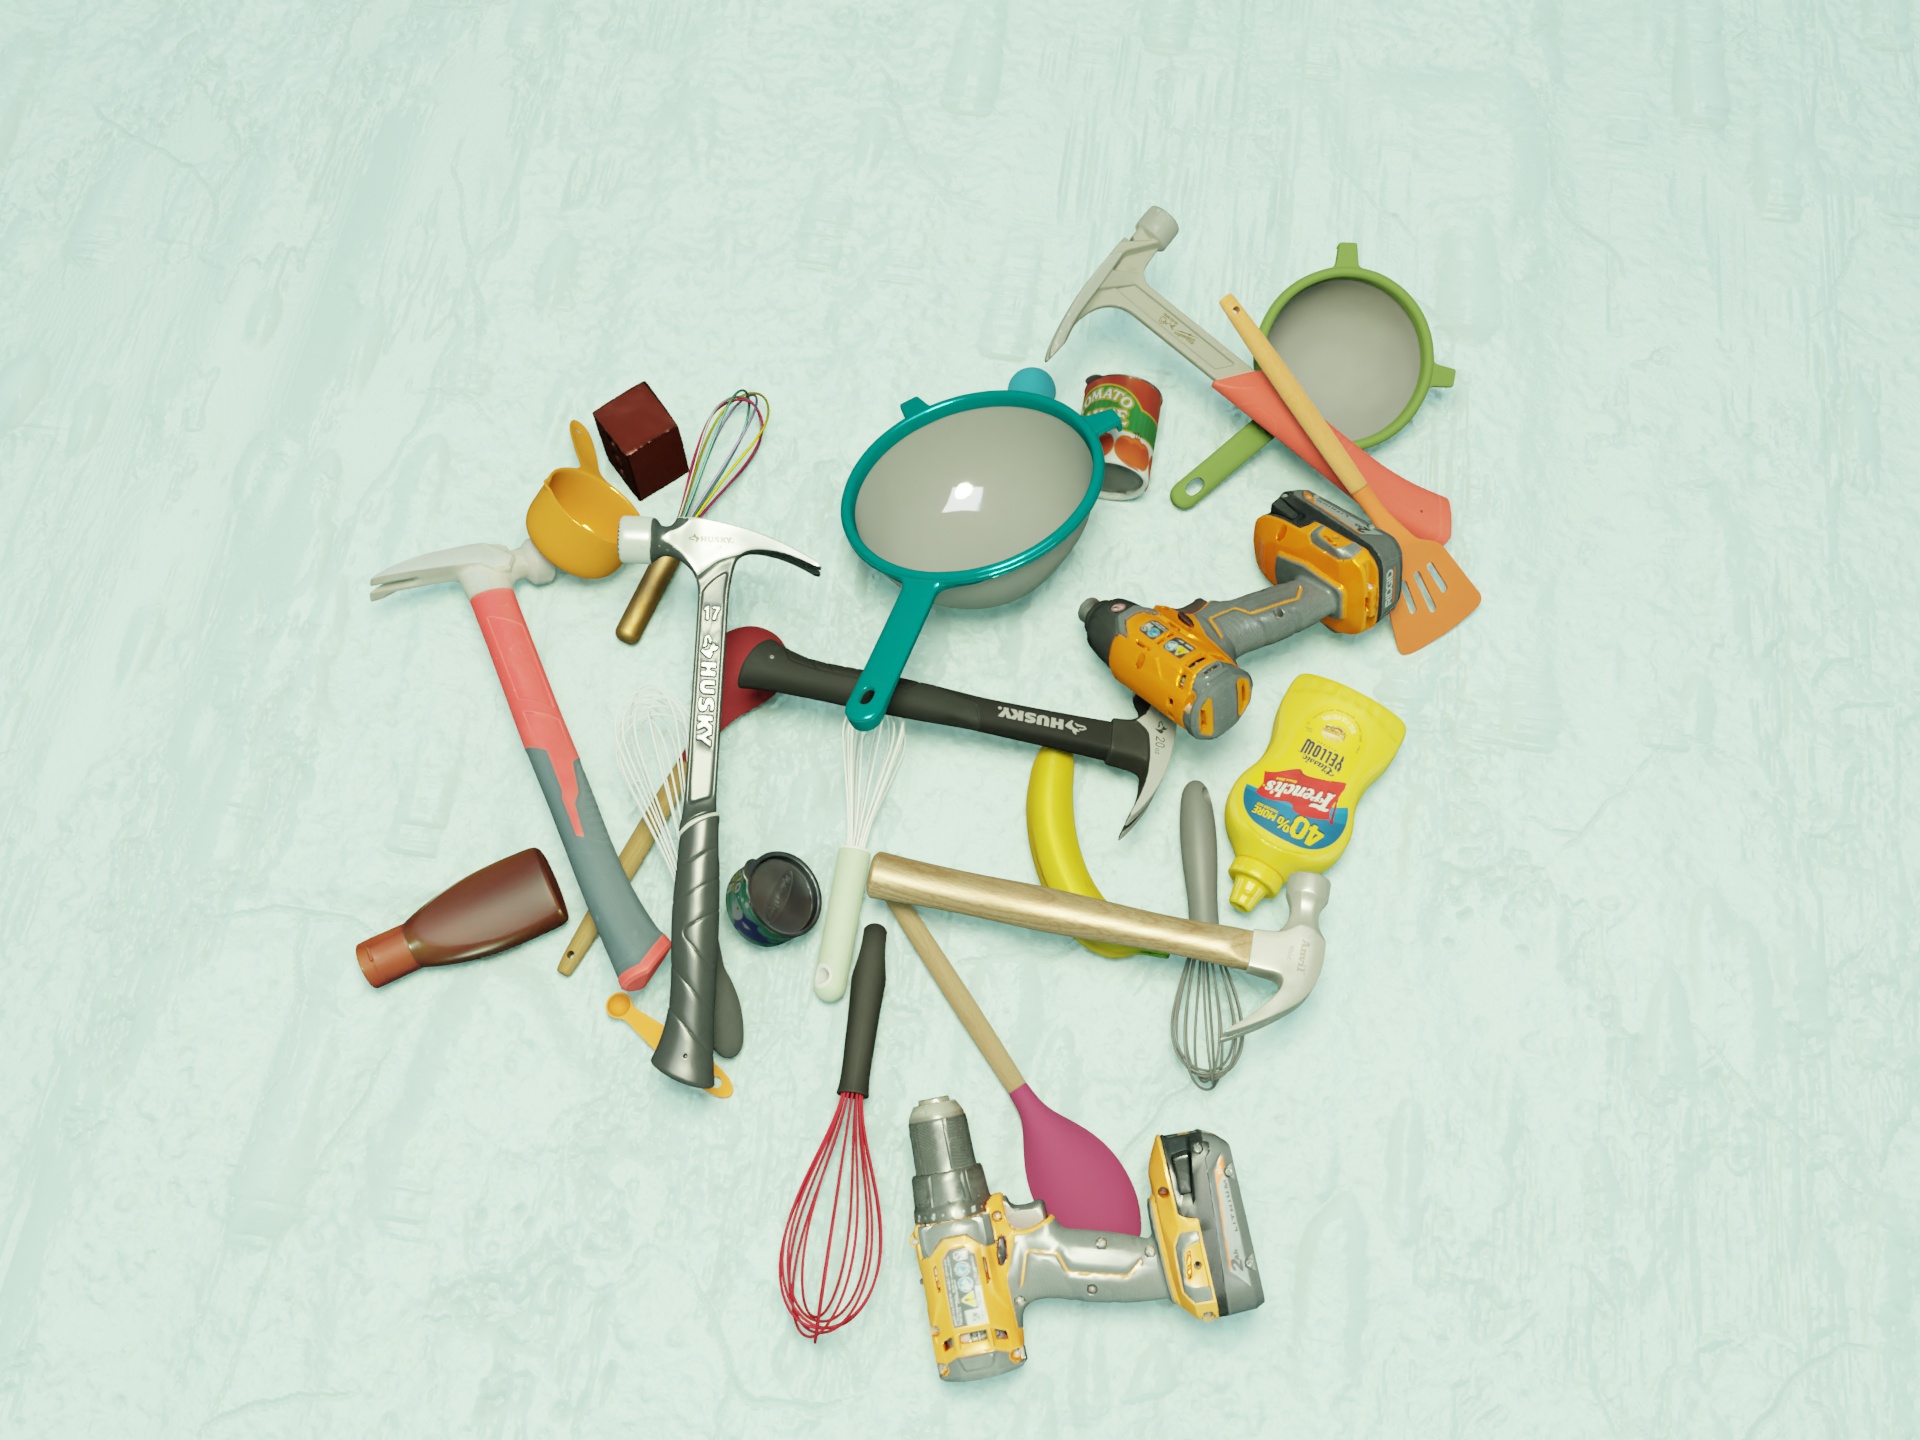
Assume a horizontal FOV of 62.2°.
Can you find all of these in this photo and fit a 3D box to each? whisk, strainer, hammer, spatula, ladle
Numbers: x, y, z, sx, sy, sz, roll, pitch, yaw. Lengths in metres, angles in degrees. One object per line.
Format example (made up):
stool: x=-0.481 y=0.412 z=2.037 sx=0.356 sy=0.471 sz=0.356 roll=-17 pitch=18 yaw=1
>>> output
whisk: x=-0.079 y=0.092 z=1.210 sx=0.058 sy=0.059 sz=0.246 roll=-4 pitch=68 yaw=38
strainer: x=-0.004 y=-0.110 z=1.235 sx=0.211 sy=0.095 sz=0.341 roll=9 pitch=56 yaw=24
hammer: x=-0.323 y=0.030 z=1.202 sx=0.143 sy=0.038 sz=0.387 roll=-15 pitch=66 yaw=-27
hammer: x=0.094 y=0.145 z=1.147 sx=0.331 sy=0.031 sz=0.130 roll=10 pitch=64 yaw=9
strainer: x=0.275 y=-0.266 z=1.343 sx=0.256 sy=0.069 sz=0.151 roll=-40 pitch=96 yaw=4
spatula: x=0.301 y=-0.202 z=1.266 sx=0.081 sy=0.041 sz=0.322 roll=-35 pitch=91 yaw=-1
whisk: x=-0.220 y=-0.171 z=1.310 sx=0.047 sy=0.051 sz=0.245 roll=23 pitch=74 yaw=2
hammer: x=-0.002 y=-0.004 z=1.205 sx=0.334 sy=0.035 sz=0.146 roll=12 pitch=51 yaw=-4
whisk: x=0.179 y=0.155 z=1.184 sx=0.055 sy=0.055 sz=0.239 roll=1 pitch=65 yaw=0
whisk: x=-0.079 y=0.285 z=1.127 sx=0.073 sy=0.073 sz=0.296 roll=6 pitch=64 yaw=2
hammer: x=0.246 y=-0.247 z=1.287 sx=0.359 sy=0.037 sz=0.149 roll=37 pitch=90 yaw=-6
whisk: x=-0.202 y=0.110 z=1.179 sx=0.070 sy=0.070 sz=0.285 roll=-14 pitch=82 yaw=-6
ladle: x=-0.226 y=0.056 z=1.231 sx=0.069 sy=0.031 sz=0.315 roll=25 pitch=73 yaw=10
hammer: x=-0.181 y=0.054 z=1.141 sx=0.149 sy=0.036 sz=0.409 roll=2 pitch=81 yaw=-6

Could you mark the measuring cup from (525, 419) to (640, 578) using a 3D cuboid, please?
measuring cup: x=-0.316 y=-0.183 z=1.308 sx=0.052 sy=0.095 sz=0.174 roll=-48 pitch=41 yaw=24

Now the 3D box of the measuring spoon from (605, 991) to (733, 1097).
measuring spoon: x=-0.213 y=0.240 z=1.170 sx=0.117 sy=0.011 sz=0.021 roll=36 pitch=73 yaw=9

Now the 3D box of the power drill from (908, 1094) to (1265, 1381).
power drill: x=0.076 y=0.334 z=1.083 sx=0.226 sy=0.084 sz=0.185 roll=-13 pitch=77 yaw=3

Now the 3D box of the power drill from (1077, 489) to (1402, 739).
power drill: x=0.210 y=-0.090 z=1.232 sx=0.226 sy=0.084 sz=0.164 roll=-32 pitch=46 yaw=-21

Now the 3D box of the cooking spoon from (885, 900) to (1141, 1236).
cooking spoon: x=0.027 y=0.247 z=1.161 sx=0.069 sy=0.017 sz=0.319 roll=-31 pitch=73 yaw=-11

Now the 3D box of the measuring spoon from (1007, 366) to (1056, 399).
measuring spoon: x=0.066 y=-0.248 z=1.349 sx=0.042 sy=0.021 sz=0.129 roll=-6 pitch=68 yaw=-2
